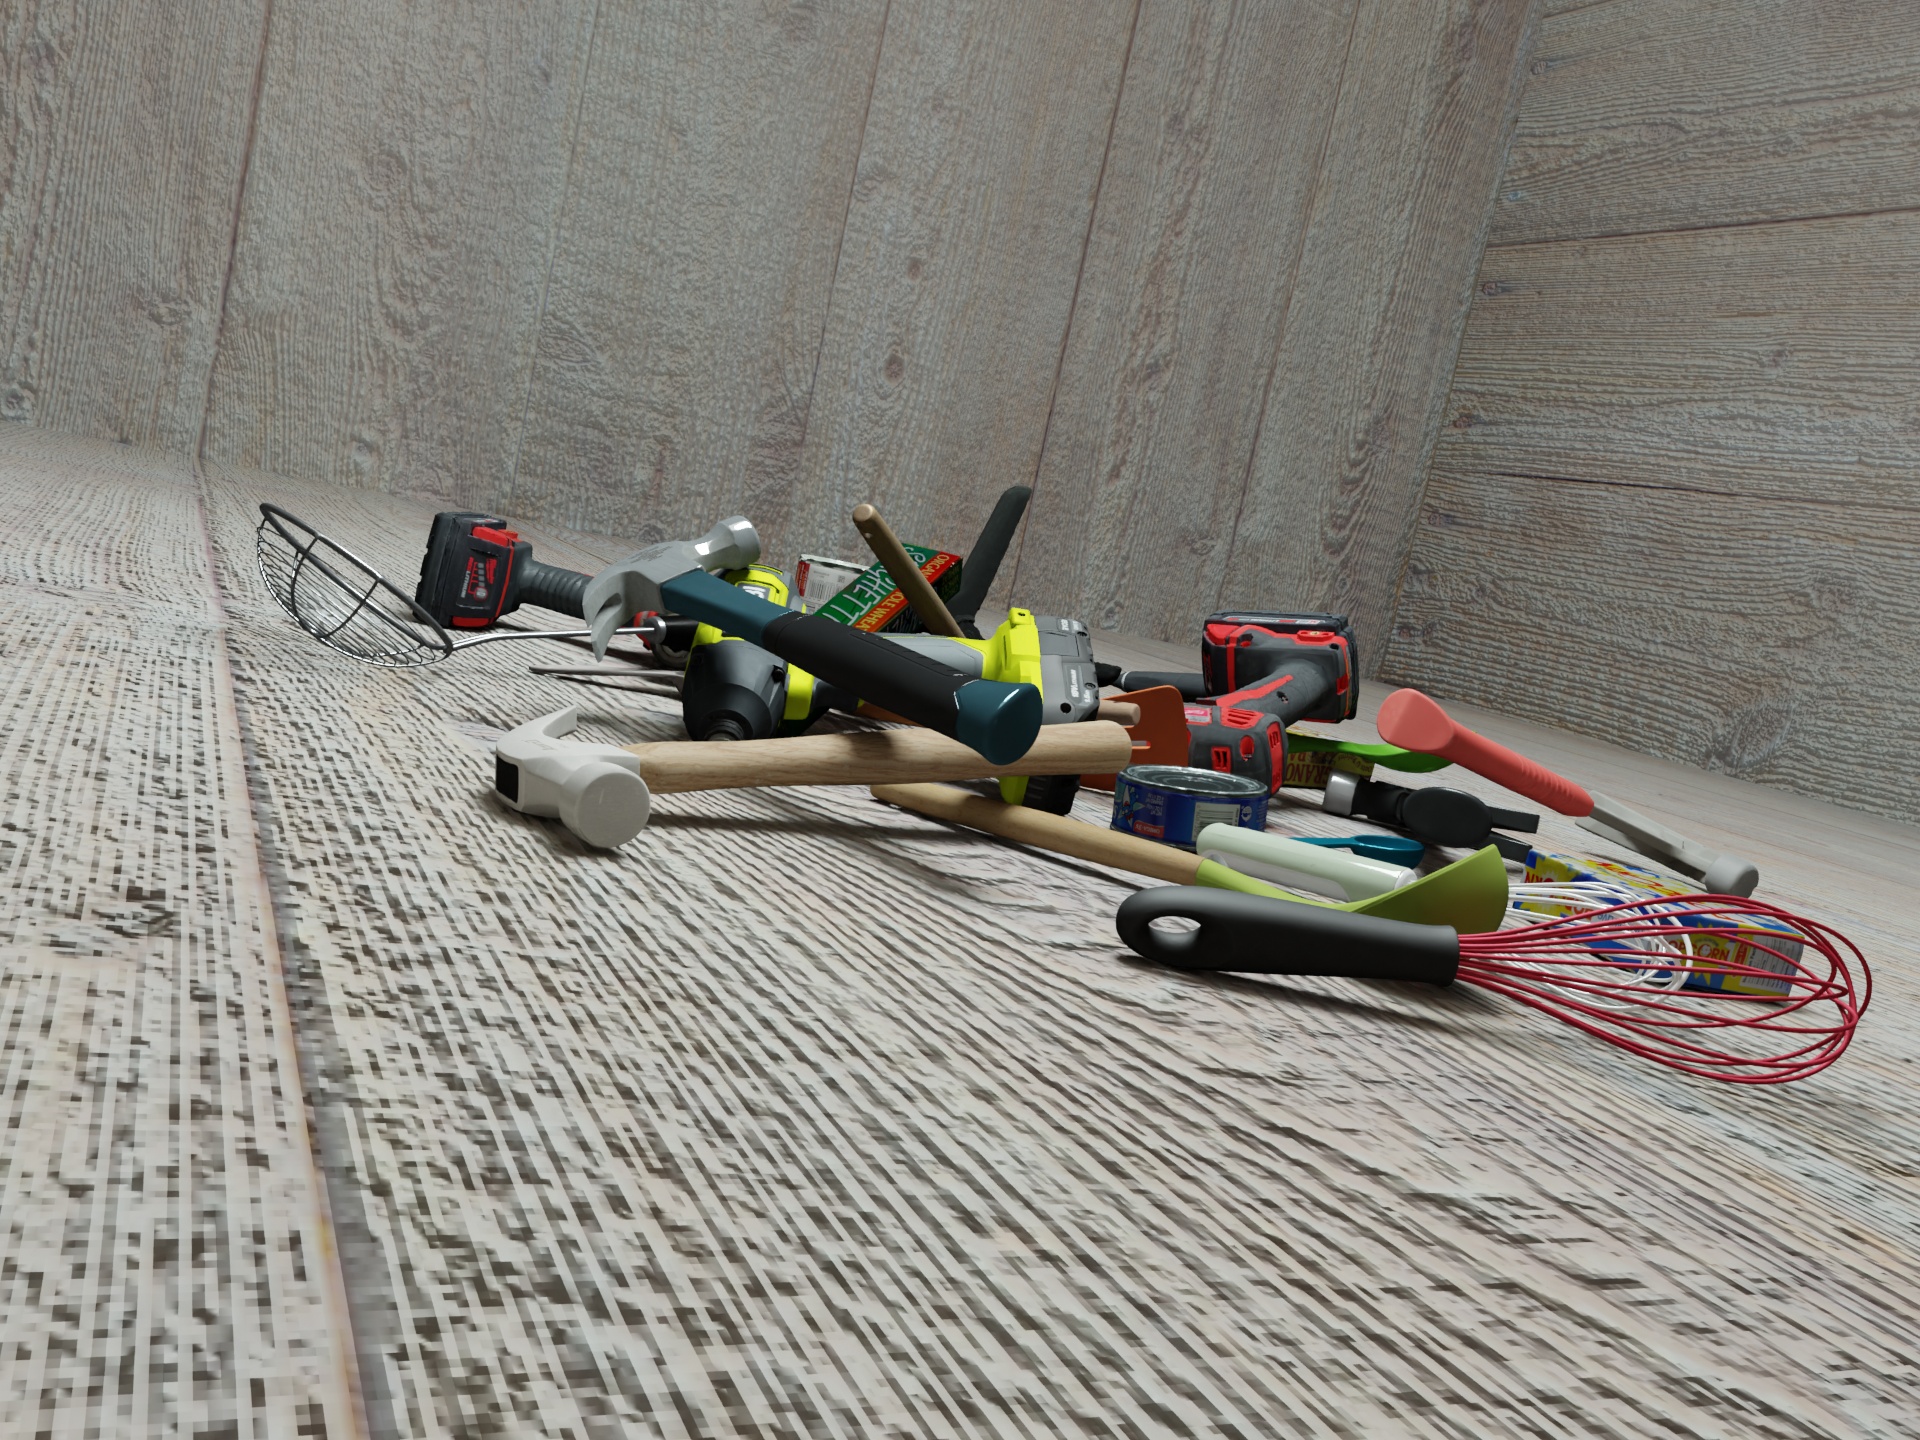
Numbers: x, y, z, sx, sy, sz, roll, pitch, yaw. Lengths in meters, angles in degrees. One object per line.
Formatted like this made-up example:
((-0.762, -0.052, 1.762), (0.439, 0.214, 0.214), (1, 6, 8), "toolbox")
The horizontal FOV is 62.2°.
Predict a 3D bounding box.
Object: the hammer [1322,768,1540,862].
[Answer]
((0.302, 0.060, 0.996), (0.146, 0.035, 0.334), (14, 1, 13), "hammer")

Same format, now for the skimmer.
((-0.241, -0.083, 0.981), (0.363, 0.090, 0.127), (-4, 14, -40), "skimmer")

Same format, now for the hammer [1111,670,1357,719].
((0.126, -0.035, 1.328), (0.409, 0.036, 0.149), (6, 1, 22), "hammer")

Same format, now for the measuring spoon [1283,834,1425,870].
((0.205, 0.079, 0.910), (0.128, 0.021, 0.042), (1, 8, -14), "measuring spoon")

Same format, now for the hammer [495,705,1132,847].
((-0.052, 0.018, 0.730), (0.331, 0.031, 0.130), (-2, 11, -39), "hammer")

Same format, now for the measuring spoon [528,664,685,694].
((-0.214, -0.024, 1.023), (0.124, 0.018, 0.034), (4, 9, -13), "measuring spoon")

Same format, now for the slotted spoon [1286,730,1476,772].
((0.219, 0.016, 1.181), (0.314, 0.031, 0.070), (3, 8, 26), "slotted spoon")

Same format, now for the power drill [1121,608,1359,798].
((0.182, -0.009, 1.103), (0.143, 0.078, 0.219), (5, 22, 32), "power drill")

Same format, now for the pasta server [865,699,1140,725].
((-0.028, -0.023, 1.039), (0.316, 0.040, 0.060), (5, 12, 32), "pasta server")

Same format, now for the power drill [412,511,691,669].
((-0.273, -0.085, 1.157), (0.226, 0.080, 0.188), (15, 7, -5), "power drill")

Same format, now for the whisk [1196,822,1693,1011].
((0.219, 0.085, 0.757), (0.246, 0.059, 0.057), (13, -31, 39), "whisk")

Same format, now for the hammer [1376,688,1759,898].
((0.399, 0.045, 1.091), (0.358, 0.036, 0.149), (21, 8, -36), "hammer")

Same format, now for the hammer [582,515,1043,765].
((-0.077, -0.041, 0.780), (0.128, 0.033, 0.331), (-27, 32, -31), "hammer")

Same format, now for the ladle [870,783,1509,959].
((0.090, 0.053, 0.738), (0.320, 0.062, 0.078), (13, 10, 32), "ladle")

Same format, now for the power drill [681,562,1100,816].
((-0.041, -0.015, 0.893), (0.223, 0.080, 0.171), (9, 30, -6), "power drill")

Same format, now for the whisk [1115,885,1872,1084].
((0.206, 0.093, 0.610), (0.296, 0.073, 0.073), (7, 7, -2), "whisk")

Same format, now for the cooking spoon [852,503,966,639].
((-0.008, -0.054, 1.021), (0.069, 0.017, 0.318), (4, -22, 21), "cooking spoon")

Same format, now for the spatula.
((-0.002, -0.003, 1.067), (0.323, 0.081, 0.041), (11, 30, 33), "spatula")
